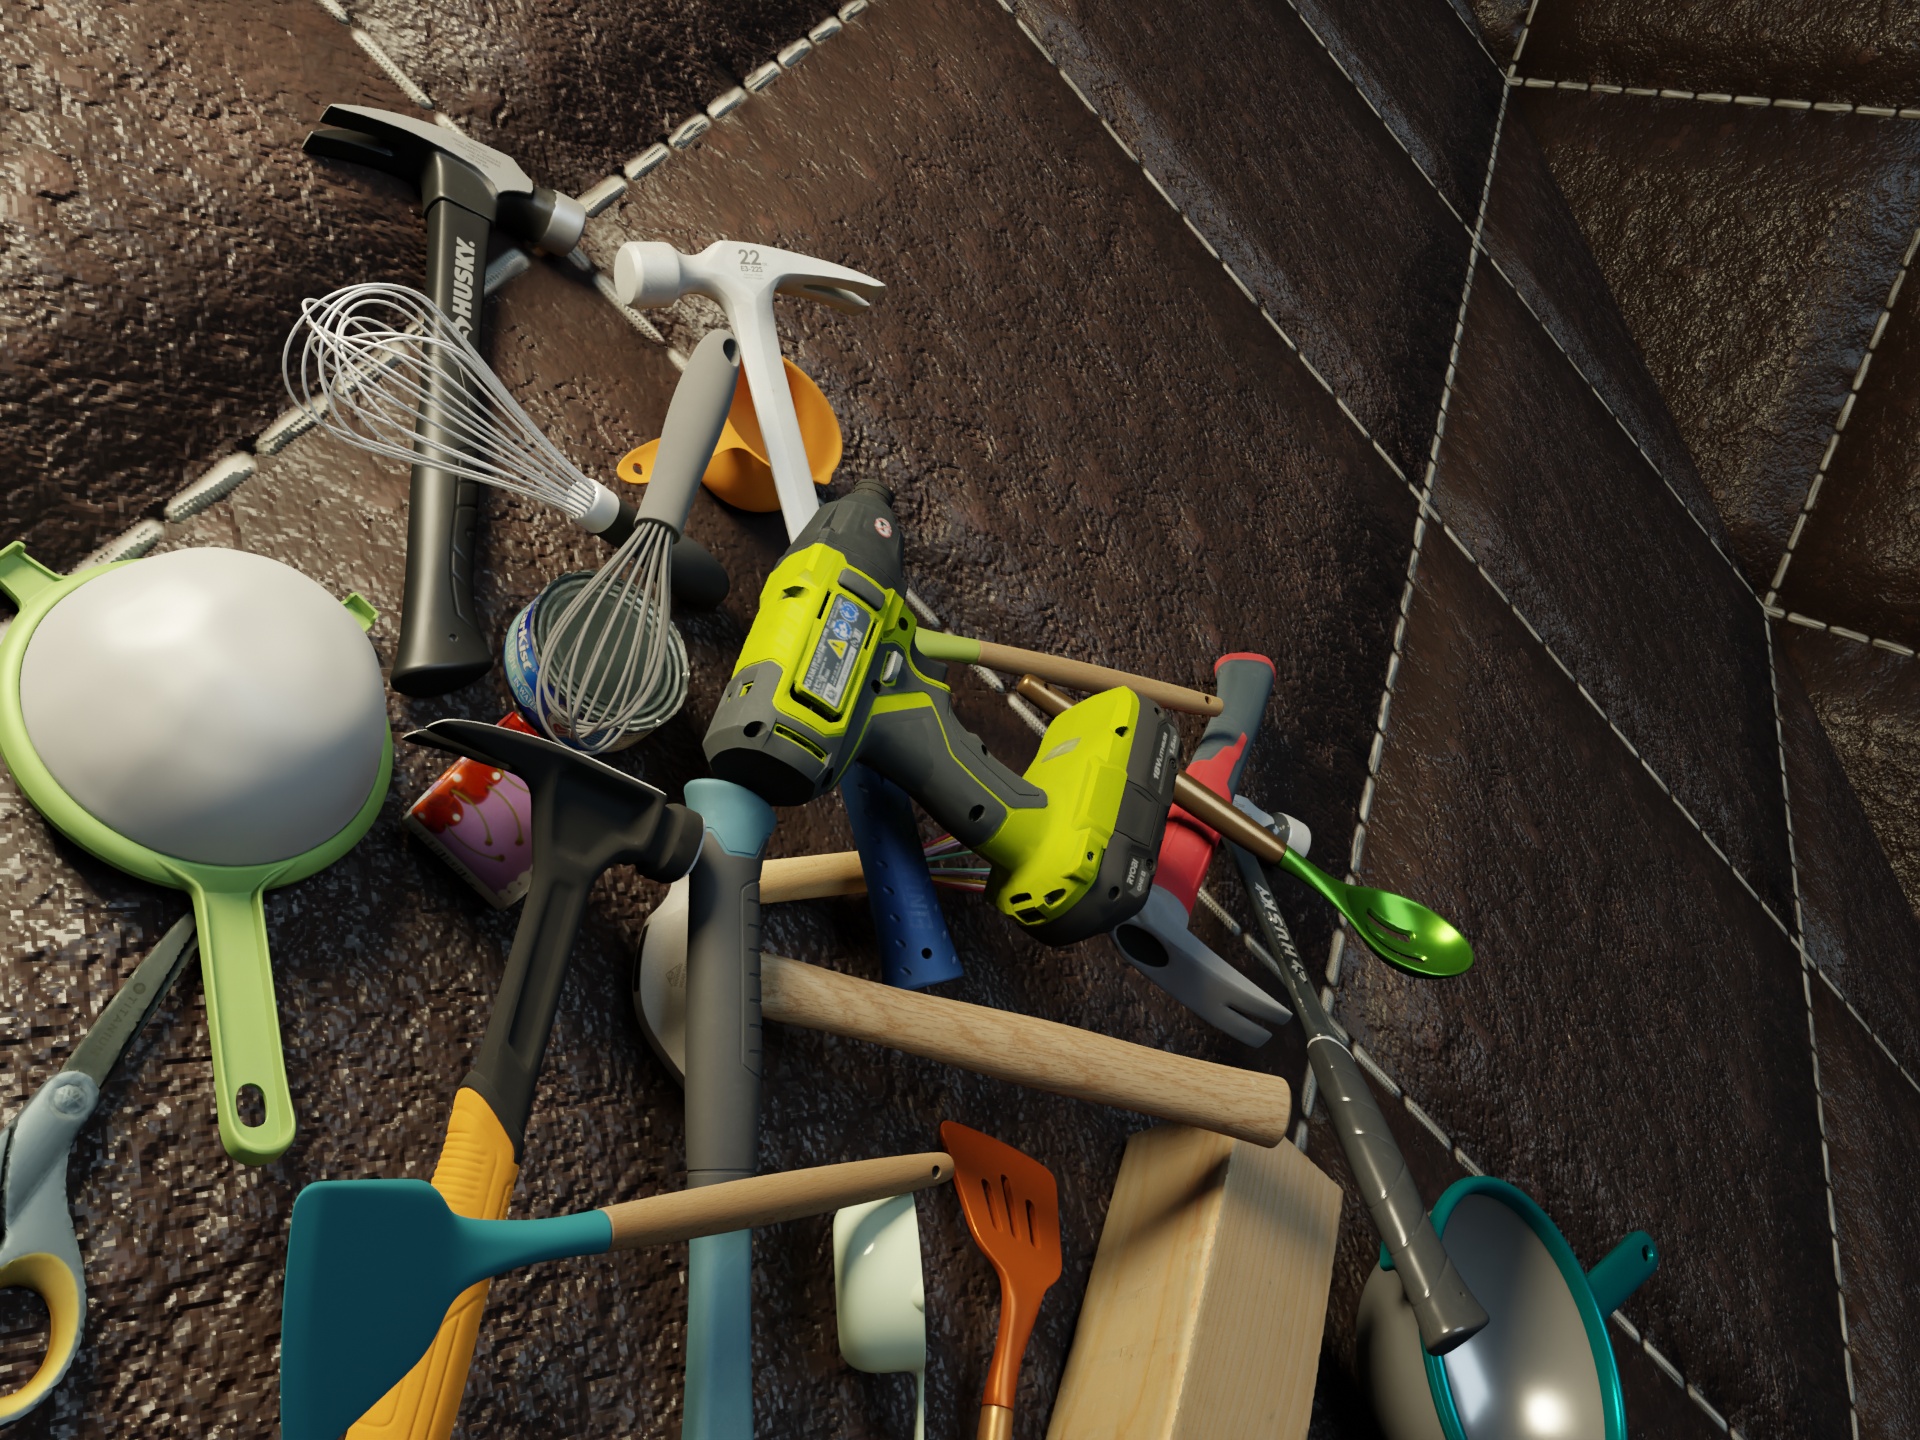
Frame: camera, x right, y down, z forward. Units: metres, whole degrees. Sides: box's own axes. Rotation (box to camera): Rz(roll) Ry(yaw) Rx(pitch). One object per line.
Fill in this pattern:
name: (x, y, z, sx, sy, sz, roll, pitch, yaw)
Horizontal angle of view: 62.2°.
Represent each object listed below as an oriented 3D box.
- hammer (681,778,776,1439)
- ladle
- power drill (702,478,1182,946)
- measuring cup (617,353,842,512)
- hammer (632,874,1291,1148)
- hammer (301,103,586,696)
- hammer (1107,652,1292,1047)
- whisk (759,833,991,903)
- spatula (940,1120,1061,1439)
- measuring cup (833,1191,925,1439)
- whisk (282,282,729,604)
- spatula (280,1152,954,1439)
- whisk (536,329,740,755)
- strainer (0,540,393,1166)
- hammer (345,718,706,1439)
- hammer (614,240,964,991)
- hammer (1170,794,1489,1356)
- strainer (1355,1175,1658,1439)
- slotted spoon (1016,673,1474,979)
hammer: (-0.098, 0.188, 0.660, 0.128, 0.033, 0.331, 13, 68, -40)
ladle: (0.037, -0.040, 0.945, 0.320, 0.062, 0.078, 12, 62, -29)
power drill: (-0.001, -0.002, 0.773, 0.223, 0.080, 0.171, 34, 56, -25)
measuring cup: (-0.139, -0.146, 0.876, 0.095, 0.052, 0.173, 56, 40, -2)
hammer: (0.008, 0.153, 0.754, 0.331, 0.031, 0.130, 17, 72, -15)
hammer: (-0.254, -0.161, 0.776, 0.146, 0.035, 0.335, 19, 53, -39)
hammer: (0.169, 0.053, 1.005, 0.143, 0.038, 0.386, 38, 30, 0)
whisk: (-0.024, 0.076, 0.856, 0.245, 0.051, 0.047, -2, 79, -41)
spatula: (0.008, 0.341, 0.727, 0.081, 0.041, 0.323, 32, 49, -28)
measuring cup: (-0.035, 0.292, 0.695, 0.038, 0.083, 0.168, -1, 82, -6)
whisk: (-0.193, -0.115, 0.743, 0.284, 0.070, 0.070, 34, 40, -56)
spatula: (-0.106, 0.190, 0.591, 0.317, 0.044, 0.082, 6, 83, -47)
whisk: (-0.145, -0.092, 0.746, 0.055, 0.055, 0.239, 31, 58, -30)
strainer: (-0.265, 0.031, 0.590, 0.151, 0.069, 0.257, 8, 53, -44)
hammer: (-0.182, 0.166, 0.573, 0.127, 0.034, 0.337, 29, 59, -37)
hammer: (-0.065, -0.062, 0.824, 0.144, 0.035, 0.406, -9, 79, -31)
hammer: (0.211, 0.182, 0.946, 0.149, 0.036, 0.409, 25, 30, -30)
strainer: (0.342, 0.384, 0.995, 0.340, 0.095, 0.211, -3, 70, -50)
slotted spoon: (0.164, 0.063, 0.925, 0.313, 0.031, 0.070, 33, 31, -7)
